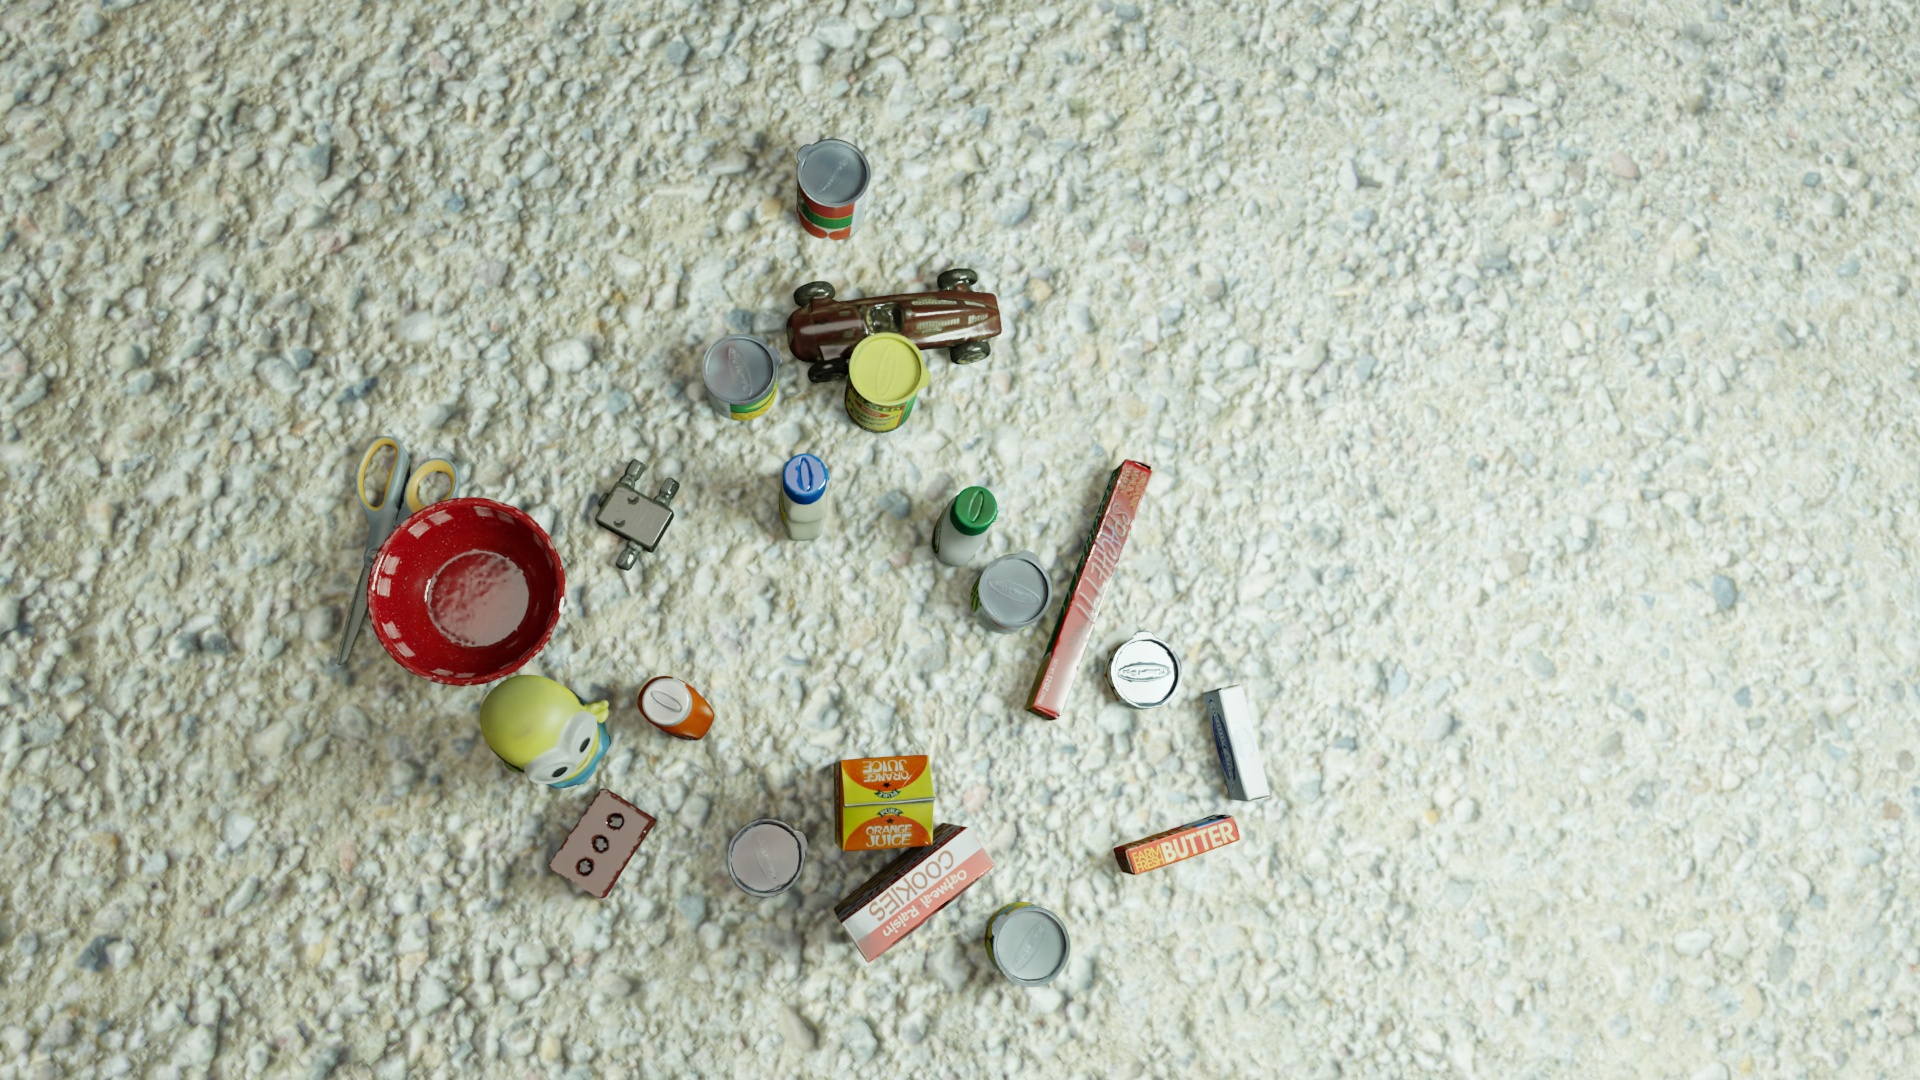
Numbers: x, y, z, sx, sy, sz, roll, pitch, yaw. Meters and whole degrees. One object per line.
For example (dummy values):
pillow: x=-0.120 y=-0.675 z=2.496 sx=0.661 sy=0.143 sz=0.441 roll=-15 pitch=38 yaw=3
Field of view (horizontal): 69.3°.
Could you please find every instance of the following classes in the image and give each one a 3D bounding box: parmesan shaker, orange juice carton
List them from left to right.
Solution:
orange juice carton: x=-0.065 y=0.214 z=1.137 sx=0.072 sy=0.192 sz=0.073 roll=-1 pitch=80 yaw=-8
parmesan shaker: x=-0.067 y=-0.139 z=1.252 sx=0.071 sy=0.103 sz=0.071 roll=1 pitch=79 yaw=-7

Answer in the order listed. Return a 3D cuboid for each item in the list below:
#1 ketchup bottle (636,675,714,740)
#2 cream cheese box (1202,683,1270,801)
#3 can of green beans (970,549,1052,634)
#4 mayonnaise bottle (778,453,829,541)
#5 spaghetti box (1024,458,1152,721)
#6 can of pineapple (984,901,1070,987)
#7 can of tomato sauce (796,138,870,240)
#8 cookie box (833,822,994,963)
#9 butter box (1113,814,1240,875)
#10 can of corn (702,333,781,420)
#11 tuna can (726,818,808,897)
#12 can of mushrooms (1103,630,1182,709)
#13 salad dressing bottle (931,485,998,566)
ketchup bottle: x=-0.238 y=0.137 z=1.151 sx=0.065 sy=0.148 sz=0.043 roll=30 pitch=77 yaw=-1
cream cheese box: x=0.249 y=0.184 z=1.256 sx=0.024 sy=0.053 sz=0.104 roll=-11 pitch=81 yaw=-9
can of green beans: x=0.045 y=0.049 z=1.253 sx=0.071 sy=0.057 sz=0.071 roll=1 pitch=79 yaw=-7
mayonnaise bottle: x=-0.136 y=-0.041 z=1.200 sx=0.041 sy=0.147 sz=0.065 roll=-6 pitch=80 yaw=-9
spaghetti box: x=0.117 y=0.043 z=1.268 sx=0.029 sy=0.050 sz=0.250 roll=22 pitch=77 yaw=-3
can of pineapple: x=0.056 y=0.345 z=1.196 sx=0.071 sy=0.057 sz=0.071 roll=1 pitch=79 yaw=-7
can of tomato sauce: x=-0.121 y=-0.325 z=1.291 sx=0.071 sy=0.083 sz=0.071 roll=1 pitch=79 yaw=-7
cookie box: x=-0.041 y=0.285 z=1.139 sx=0.123 sy=0.167 sz=0.040 roll=-36 pitch=86 yaw=-12
butter box: x=0.191 y=0.269 z=1.232 sx=0.104 sy=0.053 sz=0.024 roll=-16 pitch=82 yaw=-10
can of corn: x=-0.197 y=-0.148 z=1.259 sx=0.071 sy=0.058 sz=0.071 roll=1 pitch=79 yaw=-7
tuna can: x=-0.165 y=0.271 z=1.194 sx=0.071 sy=0.032 sz=0.071 roll=1 pitch=79 yaw=-7
can of mushrooms: x=0.166 y=0.119 z=1.268 sx=0.071 sy=0.033 sz=0.071 roll=1 pitch=79 yaw=-7
salad dressing bottle: x=0.004 y=-0.015 z=1.214 sx=0.044 sy=0.147 sz=0.064 roll=19 pitch=78 yaw=-4
